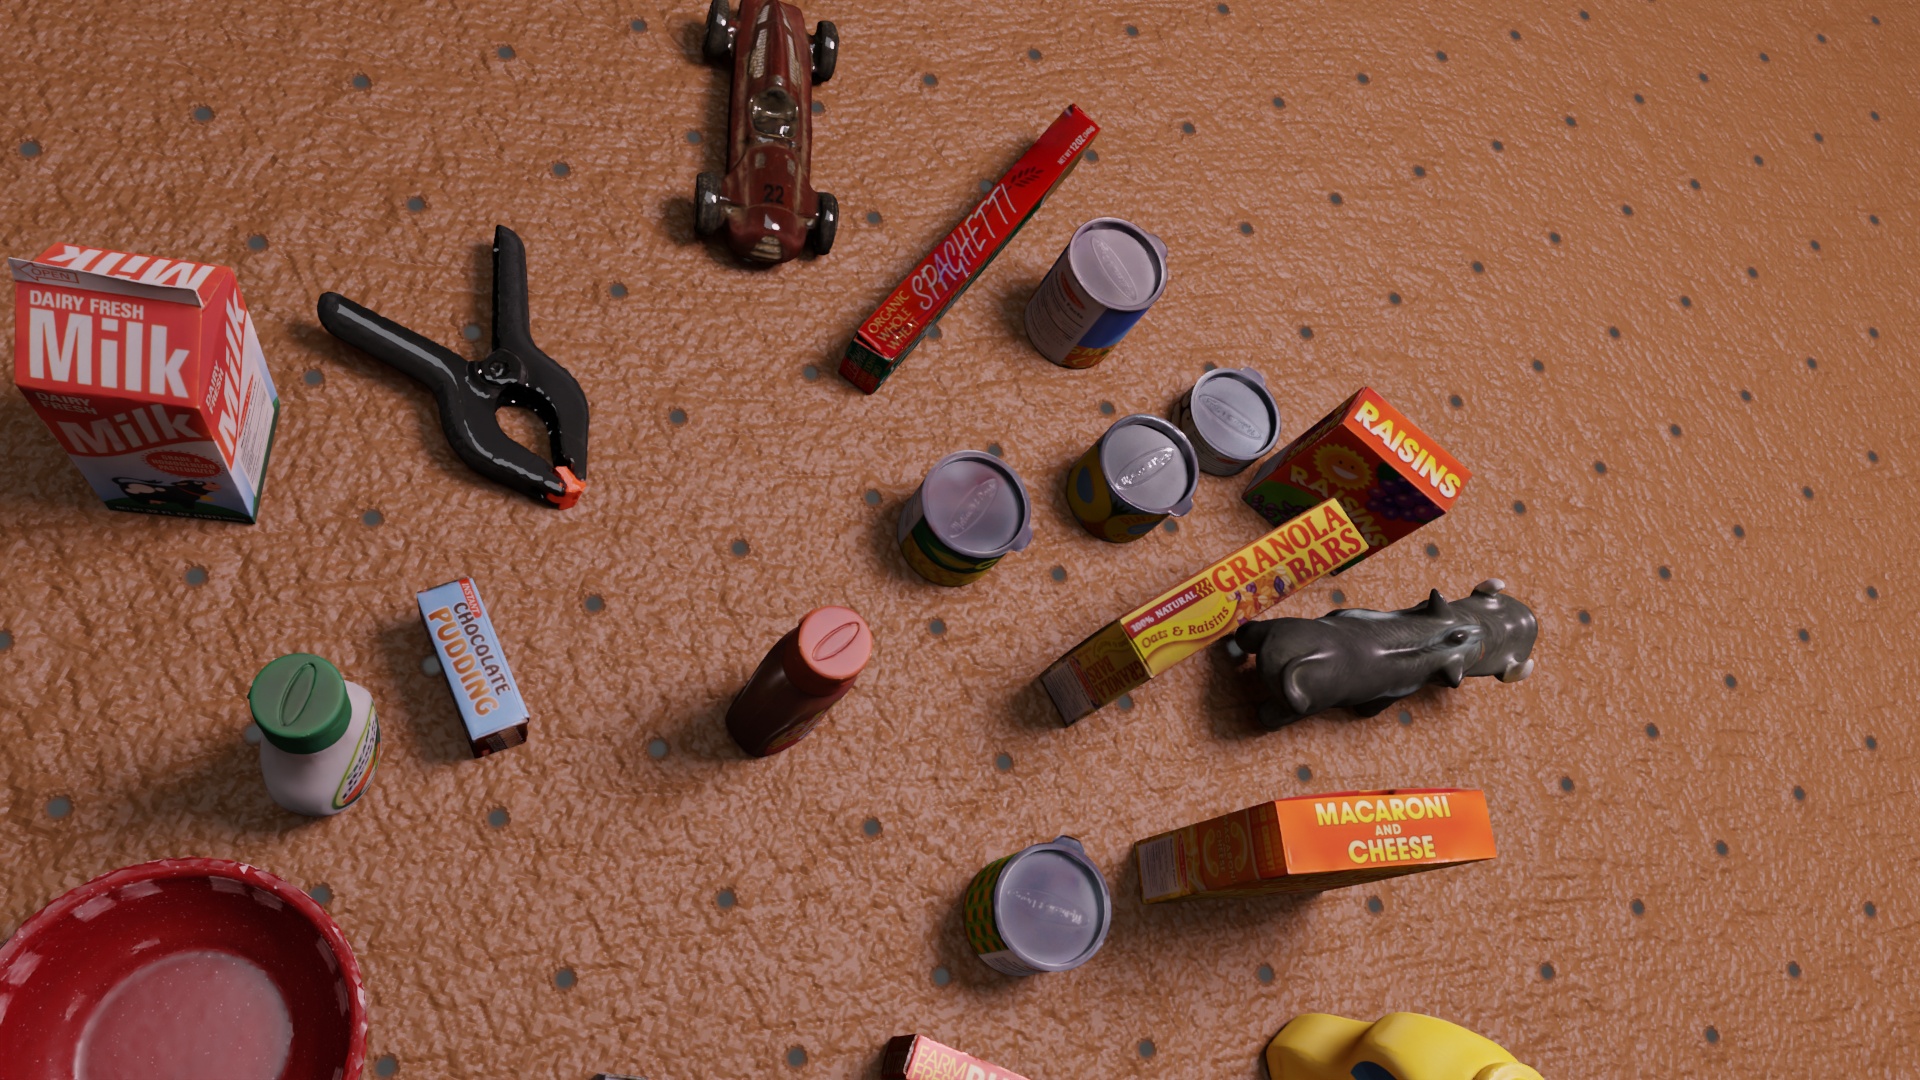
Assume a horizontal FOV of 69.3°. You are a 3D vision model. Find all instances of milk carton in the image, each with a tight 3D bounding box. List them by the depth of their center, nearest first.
[{"bbox_3d":[-0.375,-0.076,0.647,0.072,0.189,0.073,7,69,-16],"label":"milk carton"}]

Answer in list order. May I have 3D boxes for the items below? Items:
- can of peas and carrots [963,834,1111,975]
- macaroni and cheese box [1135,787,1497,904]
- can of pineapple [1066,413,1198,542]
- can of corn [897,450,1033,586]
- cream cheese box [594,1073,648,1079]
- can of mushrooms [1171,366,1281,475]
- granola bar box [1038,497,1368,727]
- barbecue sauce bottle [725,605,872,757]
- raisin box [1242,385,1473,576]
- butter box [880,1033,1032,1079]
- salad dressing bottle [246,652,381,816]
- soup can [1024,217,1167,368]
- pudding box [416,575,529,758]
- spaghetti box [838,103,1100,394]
[{"bbox_3d":[0.041,0.199,0.755,0.071,0.058,0.071,6,68,-16],"label":"can of peas and carrots"},{"bbox_3d":[0.185,0.167,0.755,0.124,0.165,0.040,1,70,-18],"label":"macaroni and cheese box"},{"bbox_3d":[0.107,-0.036,0.867,0.071,0.057,0.071,6,68,-16],"label":"can of pineapple"},{"bbox_3d":[0.003,-0.010,0.822,0.071,0.058,0.071,6,68,-16],"label":"can of corn"},{"bbox_3d":[-0.166,0.305,0.648,0.024,0.053,0.104,12,67,-14],"label":"cream cheese box"},{"bbox_3d":[0.177,-0.080,0.921,0.071,0.033,0.071,6,68,-16],"label":"can of mushrooms"},{"bbox_3d":[0.139,0.042,0.811,0.166,0.123,0.039,-27,81,-25],"label":"granola bar box"},{"bbox_3d":[-0.080,0.071,0.713,0.065,0.148,0.043,-37,85,-26],"label":"barbecue sauce bottle"},{"bbox_3d":[0.247,-0.035,0.877,0.086,0.123,0.040,41,63,-1],"label":"raisin box"},{"bbox_3d":[0.013,0.284,0.716,0.103,0.053,0.024,25,65,-8],"label":"butter box"},{"bbox_3d":[-0.295,0.088,0.635,0.044,0.147,0.064,19,66,-11],"label":"salad dressing bottle"},{"bbox_3d":[0.087,-0.158,0.893,0.071,0.083,0.071,6,69,-16],"label":"soup can"},{"bbox_3d":[-0.250,0.065,0.713,0.030,0.049,0.084,-21,78,-24],"label":"pudding box"},{"bbox_3d":[0.009,-0.191,0.898,0.028,0.050,0.251,39,63,-1],"label":"spaghetti box"}]
